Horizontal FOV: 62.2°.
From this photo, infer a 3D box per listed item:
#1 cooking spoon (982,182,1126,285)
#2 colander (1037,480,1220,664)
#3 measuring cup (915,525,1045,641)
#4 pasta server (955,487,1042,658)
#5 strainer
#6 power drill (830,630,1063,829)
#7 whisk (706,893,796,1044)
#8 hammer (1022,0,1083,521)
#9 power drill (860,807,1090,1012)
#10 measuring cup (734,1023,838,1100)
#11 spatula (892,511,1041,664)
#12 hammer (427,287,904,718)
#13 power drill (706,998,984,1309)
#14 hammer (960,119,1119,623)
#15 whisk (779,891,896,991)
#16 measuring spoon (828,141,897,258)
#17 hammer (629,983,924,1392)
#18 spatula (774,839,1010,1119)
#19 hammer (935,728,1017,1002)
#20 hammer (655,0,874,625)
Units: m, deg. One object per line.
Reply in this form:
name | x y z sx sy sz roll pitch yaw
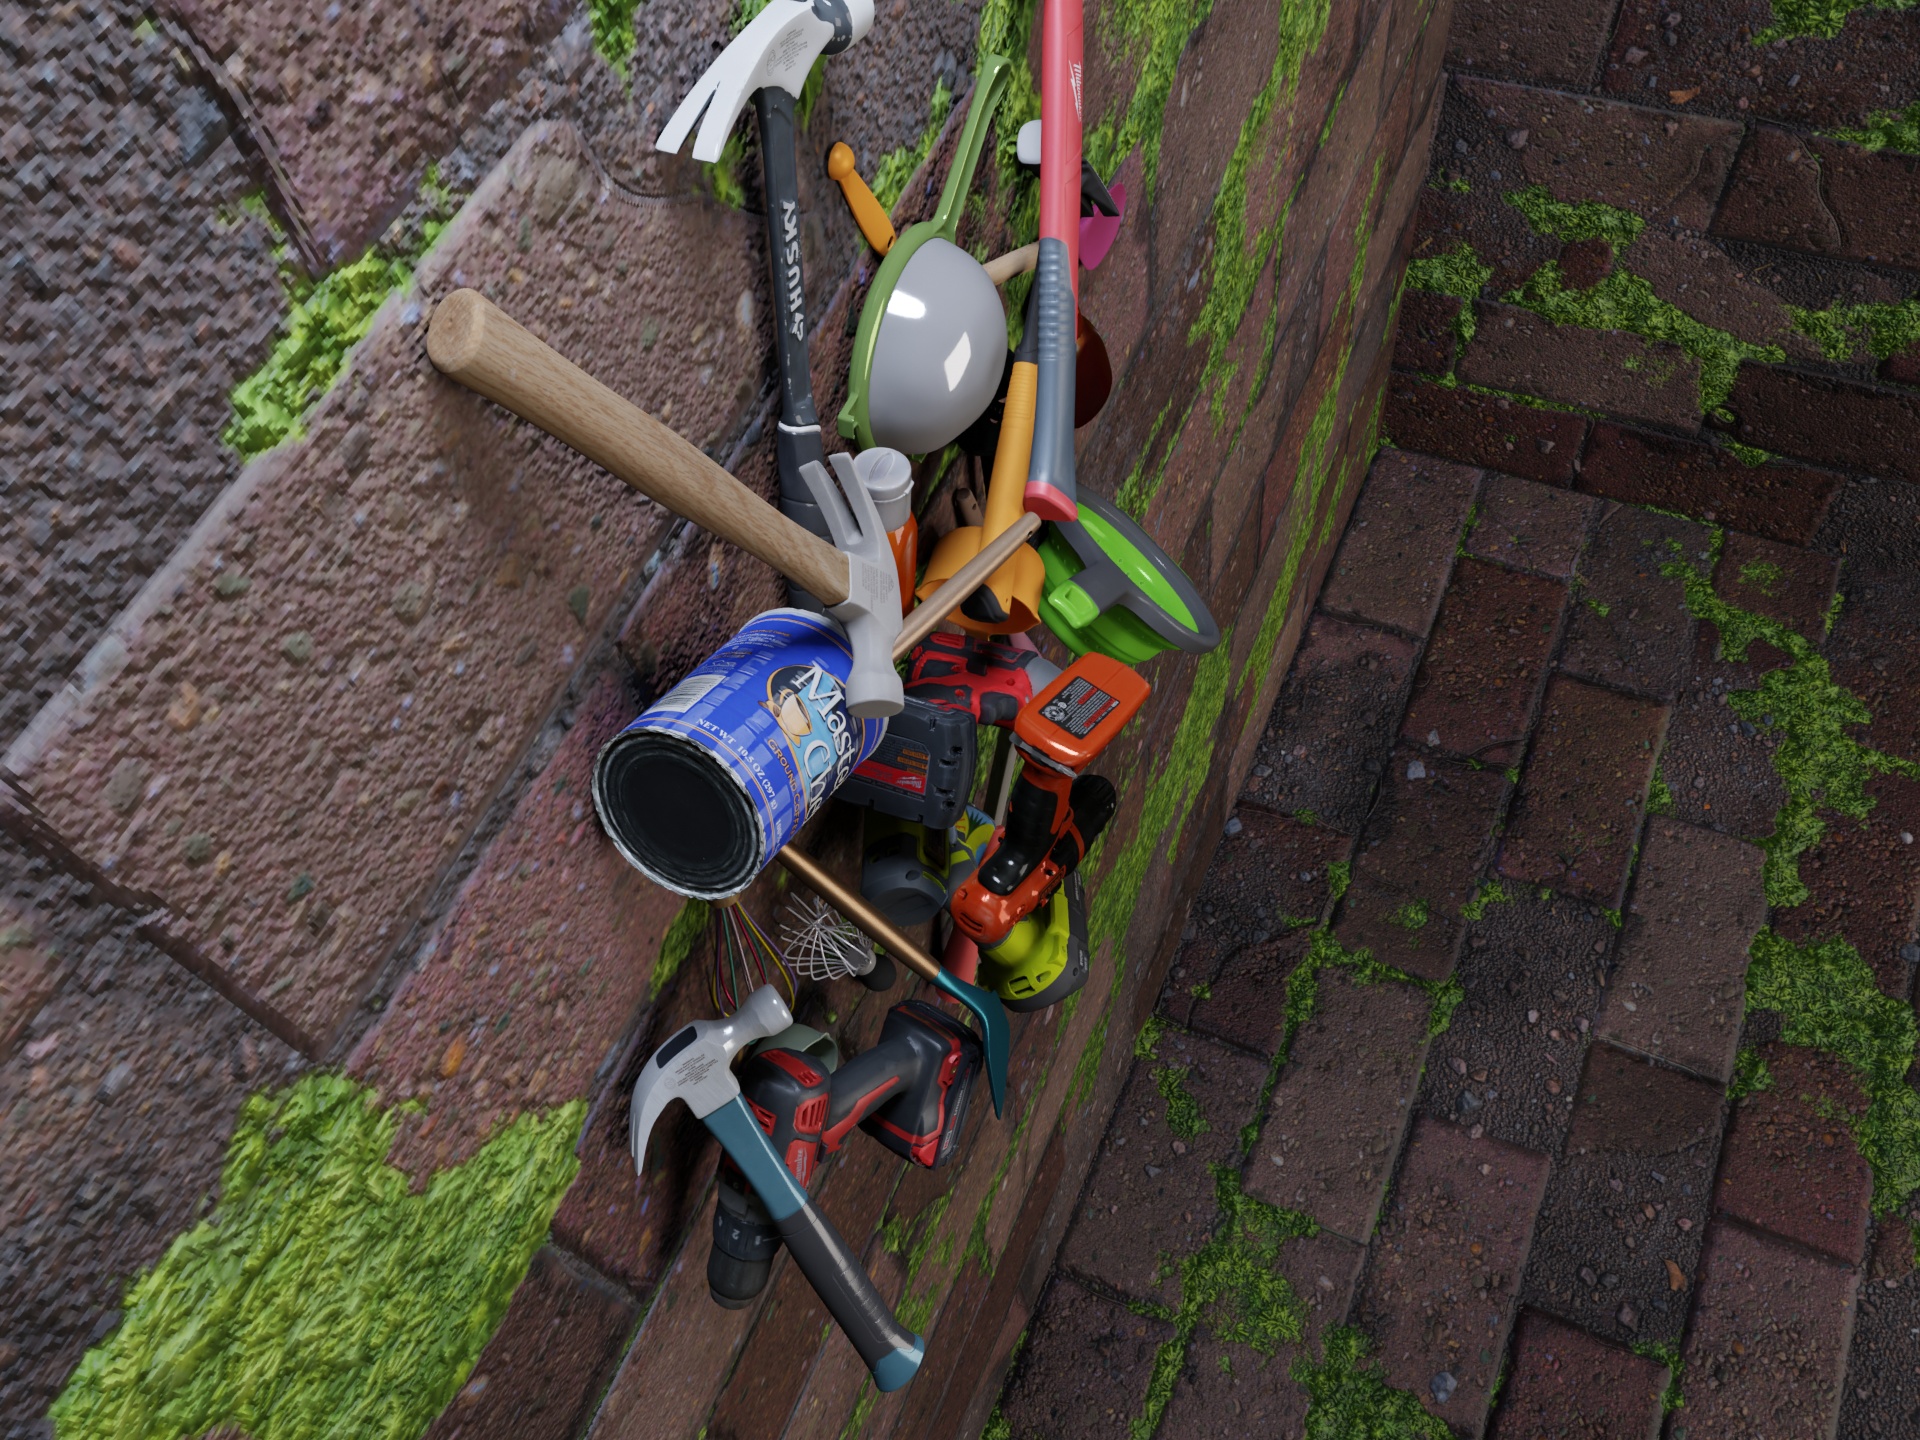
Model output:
cooking spoon | 0.068 -0.354 1.188 0.319 0.017 0.068 -46 155 -56
colander | 0.105 -0.095 1.331 0.094 0.204 0.397 -44 177 20
measuring cup | 0.019 -0.092 1.205 0.173 0.095 0.052 86 18 -72
pasta server | 0.029 -0.098 1.316 0.060 0.040 0.316 -65 157 -20
strainer | 0.007 -0.276 0.979 0.151 0.069 0.256 -8 118 -74
power drill | -0.002 -0.004 1.119 0.219 0.143 0.078 -33 135 -60
whisk | -0.146 0.122 0.980 0.051 0.047 0.244 -57 153 -37
hammer | 0.072 -0.327 1.050 0.143 0.038 0.386 -26 120 -59
power drill | 0.008 0.110 1.205 0.223 0.080 0.171 45 32 -39
measuring cup | -0.147 0.249 1.114 0.167 0.038 0.083 19 94 -61
spatula | -0.053 -0.038 1.005 0.316 0.018 0.059 -43 151 -25
hammer | -0.116 -0.106 0.733 0.331 0.031 0.130 31 51 -59
power drill | -0.089 0.305 1.136 0.226 0.080 0.188 -9 119 -55
hammer | 0.049 -0.232 1.111 0.127 0.034 0.337 20 80 -64
whisk | -0.083 0.175 1.204 0.284 0.070 0.070 66 44 -72
measuring spoon | -0.051 -0.290 0.898 0.116 0.011 0.021 38 71 -72
hammer | -0.104 0.323 1.031 0.128 0.033 0.330 -30 118 -7
spatula | -0.044 0.165 1.098 0.317 0.044 0.082 45 36 -32
hammer | 0.024 0.127 1.402 0.149 0.036 0.358 -117 -151 -46
hammer | -0.090 -0.172 0.861 0.149 0.036 0.408 -55 156 -40
